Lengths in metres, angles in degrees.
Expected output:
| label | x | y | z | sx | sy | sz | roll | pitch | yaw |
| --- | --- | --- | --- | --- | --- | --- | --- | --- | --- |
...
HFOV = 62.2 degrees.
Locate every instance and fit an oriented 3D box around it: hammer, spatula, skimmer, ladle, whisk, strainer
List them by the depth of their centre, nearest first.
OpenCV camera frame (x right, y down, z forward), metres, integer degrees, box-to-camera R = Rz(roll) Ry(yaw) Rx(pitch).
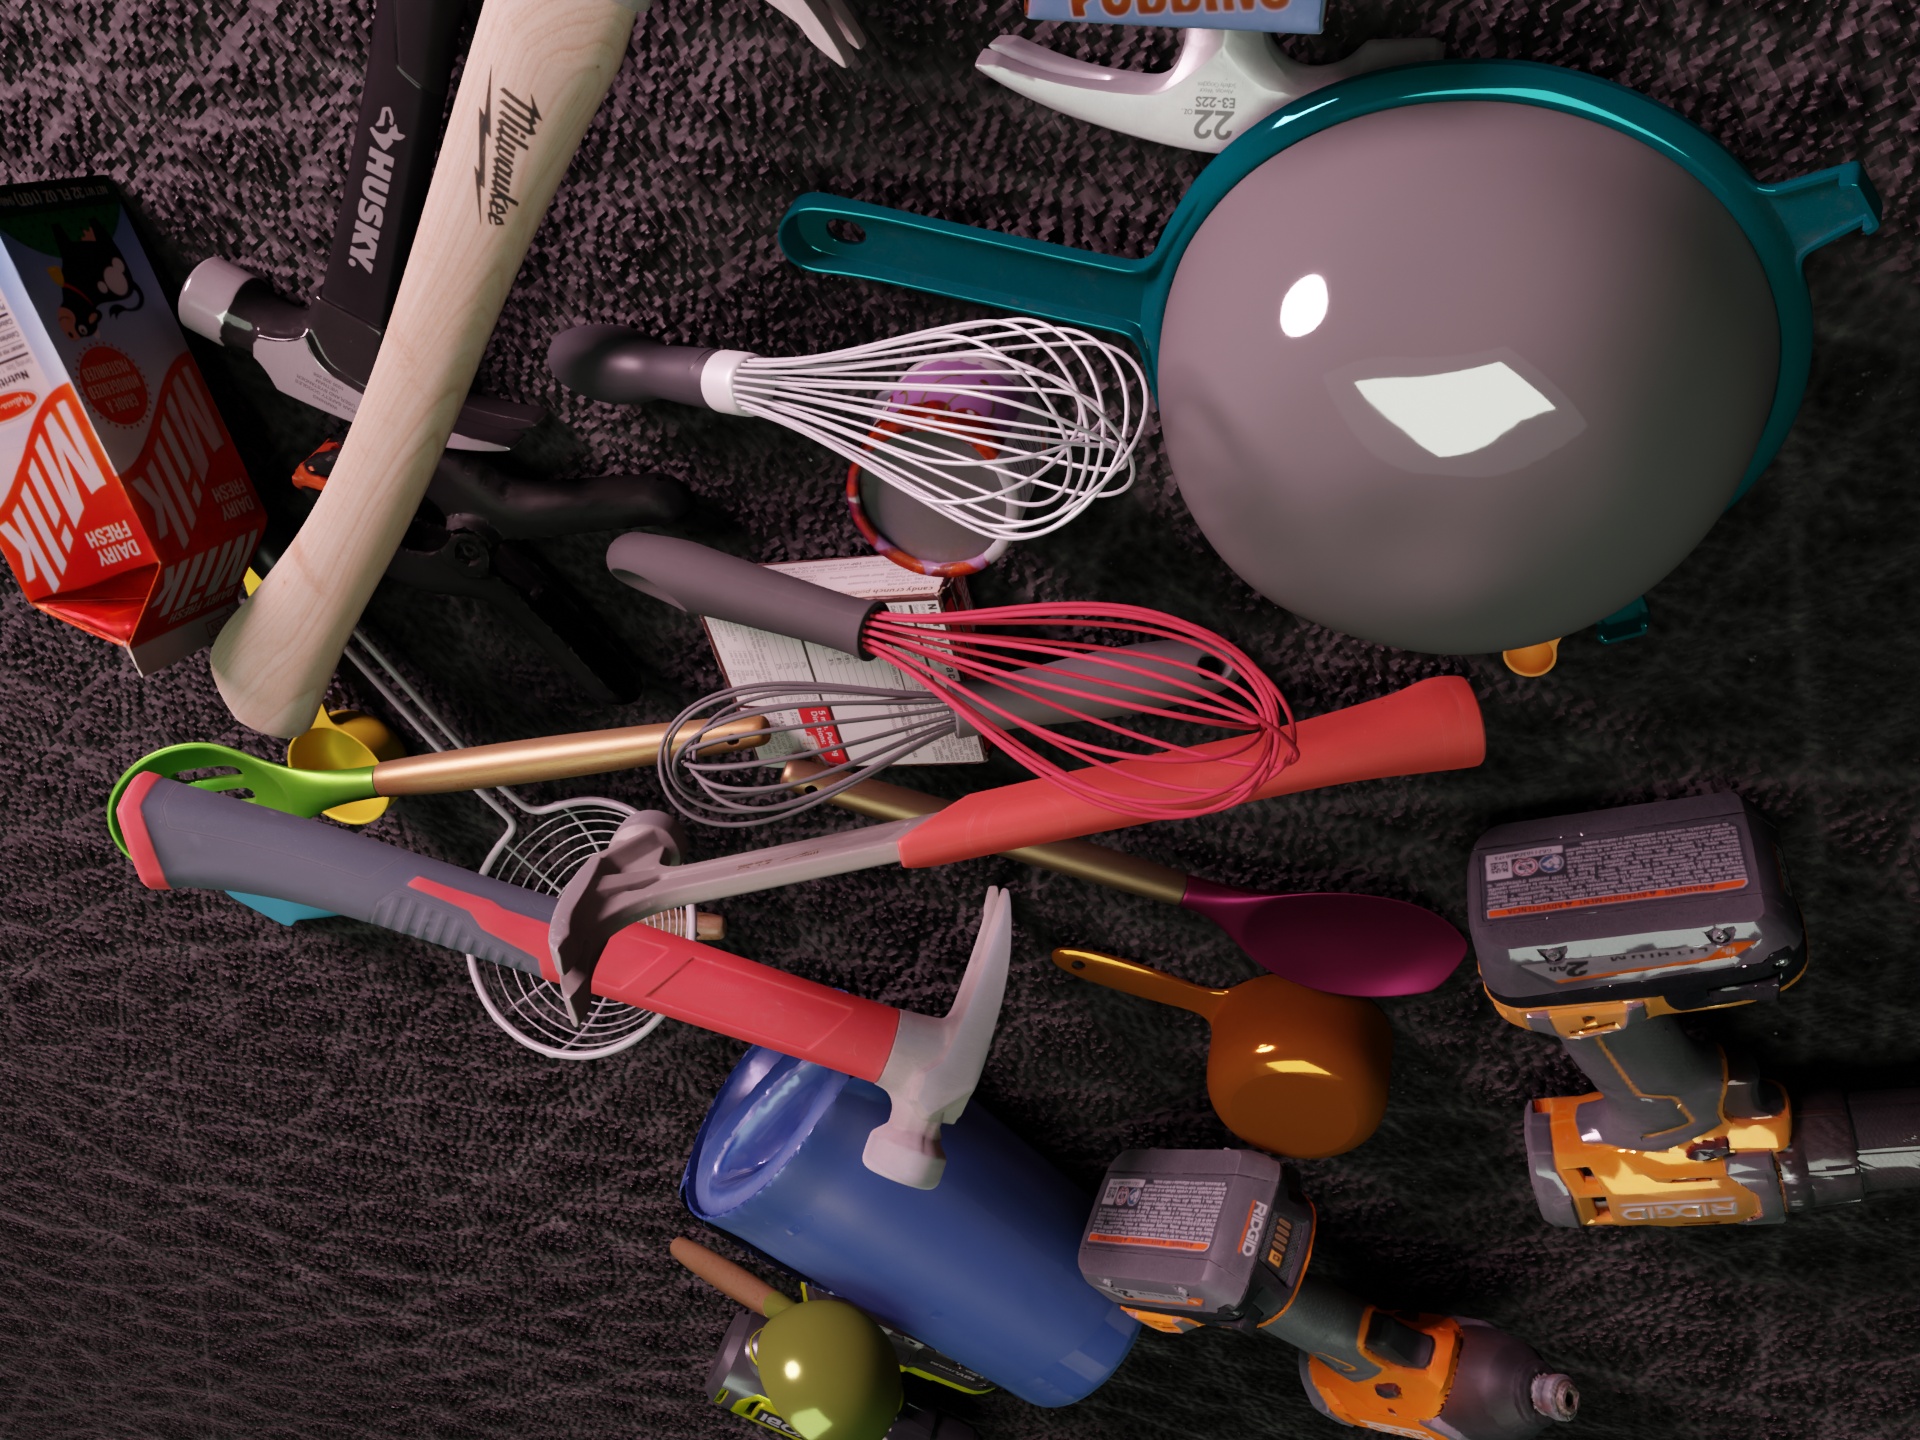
| label | x | y | z | sx | sy | sz | roll | pitch | yaw |
| --- | --- | --- | --- | --- | --- | --- | --- | --- | --- |
| hammer | 0.065 | -0.345 | 0.393 | 0.144 | 0.035 | 0.405 | 5 | 129 | 13 |
| strainer | 0.090 | -0.105 | 0.514 | 0.340 | 0.095 | 0.210 | 15 | 144 | 9 |
| whisk | -0.055 | -0.114 | 0.548 | 0.285 | 0.070 | 0.070 | 18 | 137 | 39 |
| hammer | -0.185 | -0.239 | 0.557 | 0.146 | 0.035 | 0.334 | 28 | 130 | -5 |
| whisk | -0.016 | -0.028 | 0.589 | 0.296 | 0.073 | 0.073 | 18 | 133 | 26 |
| hammer | -0.190 | -0.126 | 0.589 | 0.146 | 0.038 | 0.410 | 31 | 127 | -12 |
| hammer | 0.025 | 0.039 | 0.617 | 0.359 | 0.149 | 0.036 | -12 | 105 | 2 |
| whisk | -0.001 | -0.001 | 0.634 | 0.239 | 0.055 | 0.055 | -11 | 128 | -7 |
| hammer | -0.166 | 0.085 | 0.707 | 0.386 | 0.143 | 0.038 | 21 | 172 | -13 |
| skimmer | -0.260 | 0.005 | 0.738 | 0.127 | 0.090 | 0.363 | -33 | 113 | 9 |
| spatula | -0.278 | 0.091 | 0.858 | 0.317 | 0.044 | 0.082 | 4 | 128 | 8 |
| ladle | -0.118 | 0.334 | 0.890 | 0.078 | 0.062 | 0.320 | 31 | 161 | -19 |

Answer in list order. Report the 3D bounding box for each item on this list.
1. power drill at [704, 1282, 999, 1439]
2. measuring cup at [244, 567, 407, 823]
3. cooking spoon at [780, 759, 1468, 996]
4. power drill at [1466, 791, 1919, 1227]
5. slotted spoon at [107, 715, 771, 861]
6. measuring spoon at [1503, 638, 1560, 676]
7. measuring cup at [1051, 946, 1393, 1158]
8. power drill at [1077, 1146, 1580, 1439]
| label | x | y | z | sx | sy | sz | roll | pitch | yaw |
| --- | --- | --- | --- | --- | --- | --- | --- | --- | --- |
| power drill | -0.045 | 0.405 | 1.001 | 0.190 | 0.080 | 0.228 | 25 | 133 | -3 |
| measuring cup | -0.316 | -0.023 | 0.783 | 0.062 | 0.029 | 0.156 | -3 | 114 | 19 |
| cooking spoon | 0.075 | 0.068 | 0.708 | 0.319 | 0.017 | 0.068 | 17 | 131 | -7 |
| power drill | 0.321 | 0.135 | 0.671 | 0.185 | 0.084 | 0.226 | -11 | 128 | 24 |
| slotted spoon | -0.234 | 0.025 | 0.711 | 0.314 | 0.031 | 0.070 | -8 | 114 | 11 |
| measuring spoon | 0.236 | -0.063 | 0.584 | 0.021 | 0.011 | 0.116 | 29 | 127 | 7 |
| measuring cup | 0.122 | 0.156 | 0.763 | 0.173 | 0.052 | 0.095 | 19 | 131 | -1 |
| power drill | 0.191 | 0.300 | 0.807 | 0.226 | 0.084 | 0.164 | 36 | 151 | -20 |
